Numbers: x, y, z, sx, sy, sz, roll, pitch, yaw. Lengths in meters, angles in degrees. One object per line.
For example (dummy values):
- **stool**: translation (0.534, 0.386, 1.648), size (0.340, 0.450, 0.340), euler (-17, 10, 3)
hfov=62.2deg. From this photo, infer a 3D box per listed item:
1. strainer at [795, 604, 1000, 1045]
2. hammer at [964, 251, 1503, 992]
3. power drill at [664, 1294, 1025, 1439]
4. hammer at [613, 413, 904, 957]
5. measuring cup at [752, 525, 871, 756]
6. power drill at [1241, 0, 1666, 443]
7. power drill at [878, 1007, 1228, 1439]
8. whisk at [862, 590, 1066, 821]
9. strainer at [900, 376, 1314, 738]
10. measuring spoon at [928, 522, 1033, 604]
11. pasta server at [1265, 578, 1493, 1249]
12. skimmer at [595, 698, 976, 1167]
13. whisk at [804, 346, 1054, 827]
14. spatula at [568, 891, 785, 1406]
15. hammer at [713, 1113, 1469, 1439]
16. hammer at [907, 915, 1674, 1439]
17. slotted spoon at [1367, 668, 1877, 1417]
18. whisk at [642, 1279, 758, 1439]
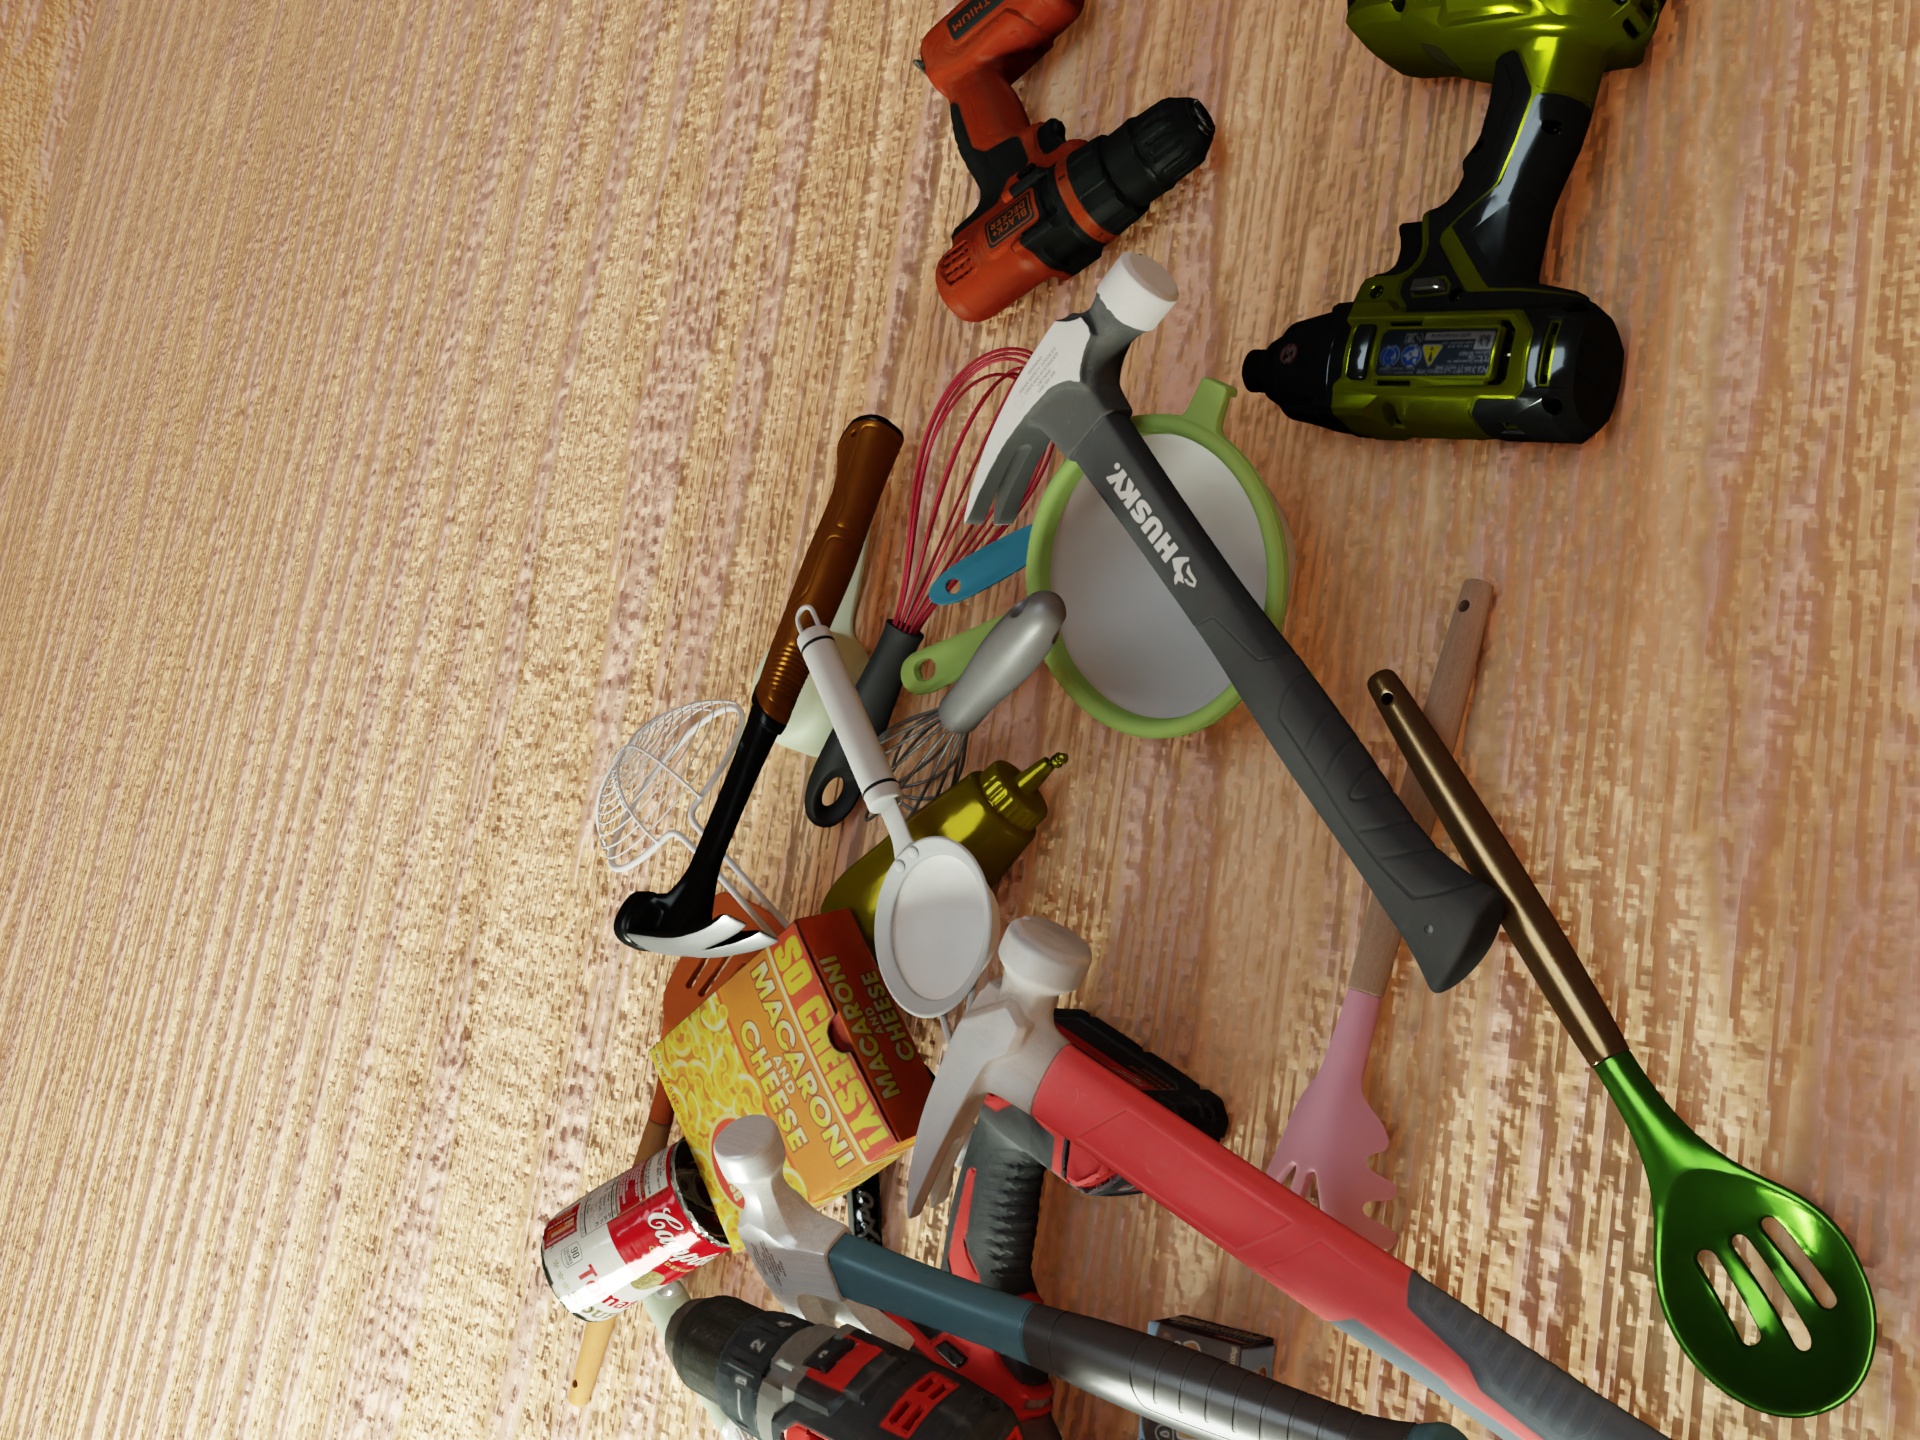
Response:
- **strainer**: translation (-0.033, 0.044, 0.793), size (0.087, 0.050, 0.259), euler (-44, 59, 34)
- **hammer**: translation (0.117, -0.033, 0.684), size (0.146, 0.035, 0.335), euler (-48, 63, 36)
- **power drill**: translation (-0.039, 0.358, 0.692), size (0.188, 0.080, 0.226), euler (4, 116, 42)
- **hammer**: translation (-0.095, -0.028, 0.888), size (0.127, 0.034, 0.337), euler (-9, 56, 51)
- **measuring cup**: translation (-0.083, -0.063, 0.953), size (0.083, 0.038, 0.167), euler (7, 85, 43)
- **power drill**: translation (0.218, -0.237, 0.711), size (0.171, 0.080, 0.223), euler (12, 89, 43)
- **power drill**: translation (0.032, 0.255, 0.740), size (0.143, 0.078, 0.219), euler (27, 100, 43)
- **whisk**: translation (-0.002, -0.002, 0.801), size (0.239, 0.055, 0.055), euler (130, 135, -57)
- **strainer**: translation (0.073, -0.056, 0.798), size (0.256, 0.069, 0.151), euler (-21, 81, 46)
- **measuring spoon**: translation (0.040, -0.094, 0.847), size (0.128, 0.021, 0.042), euler (-27, 81, 16)
- **pasta server**: translation (0.184, 0.092, 0.683), size (0.060, 0.040, 0.316), euler (12, 82, 43)
- **skimmer**: translation (-0.096, 0.118, 0.921), size (0.127, 0.090, 0.364), euler (-48, 61, 3)
- **whisk**: translation (-0.022, -0.068, 0.889), size (0.073, 0.073, 0.295), euler (38, 110, 41)
- **spatula**: translation (-0.180, 0.264, 0.962), size (0.081, 0.041, 0.322), euler (22, 97, 41)
- **hammer**: translation (0.041, 0.248, 0.633), size (0.331, 0.033, 0.128), euler (6, 122, 36)
- **hammer**: translation (0.148, 0.230, 0.601), size (0.387, 0.038, 0.143), euler (30, 106, 27)
- **slotted spoon**: translation (0.239, 0.106, 0.613), size (0.070, 0.031, 0.314), euler (-40, 59, 26)
- **whisk**: translation (-0.112, 0.384, 0.852), size (0.247, 0.057, 0.059), euler (37, 128, 46)
